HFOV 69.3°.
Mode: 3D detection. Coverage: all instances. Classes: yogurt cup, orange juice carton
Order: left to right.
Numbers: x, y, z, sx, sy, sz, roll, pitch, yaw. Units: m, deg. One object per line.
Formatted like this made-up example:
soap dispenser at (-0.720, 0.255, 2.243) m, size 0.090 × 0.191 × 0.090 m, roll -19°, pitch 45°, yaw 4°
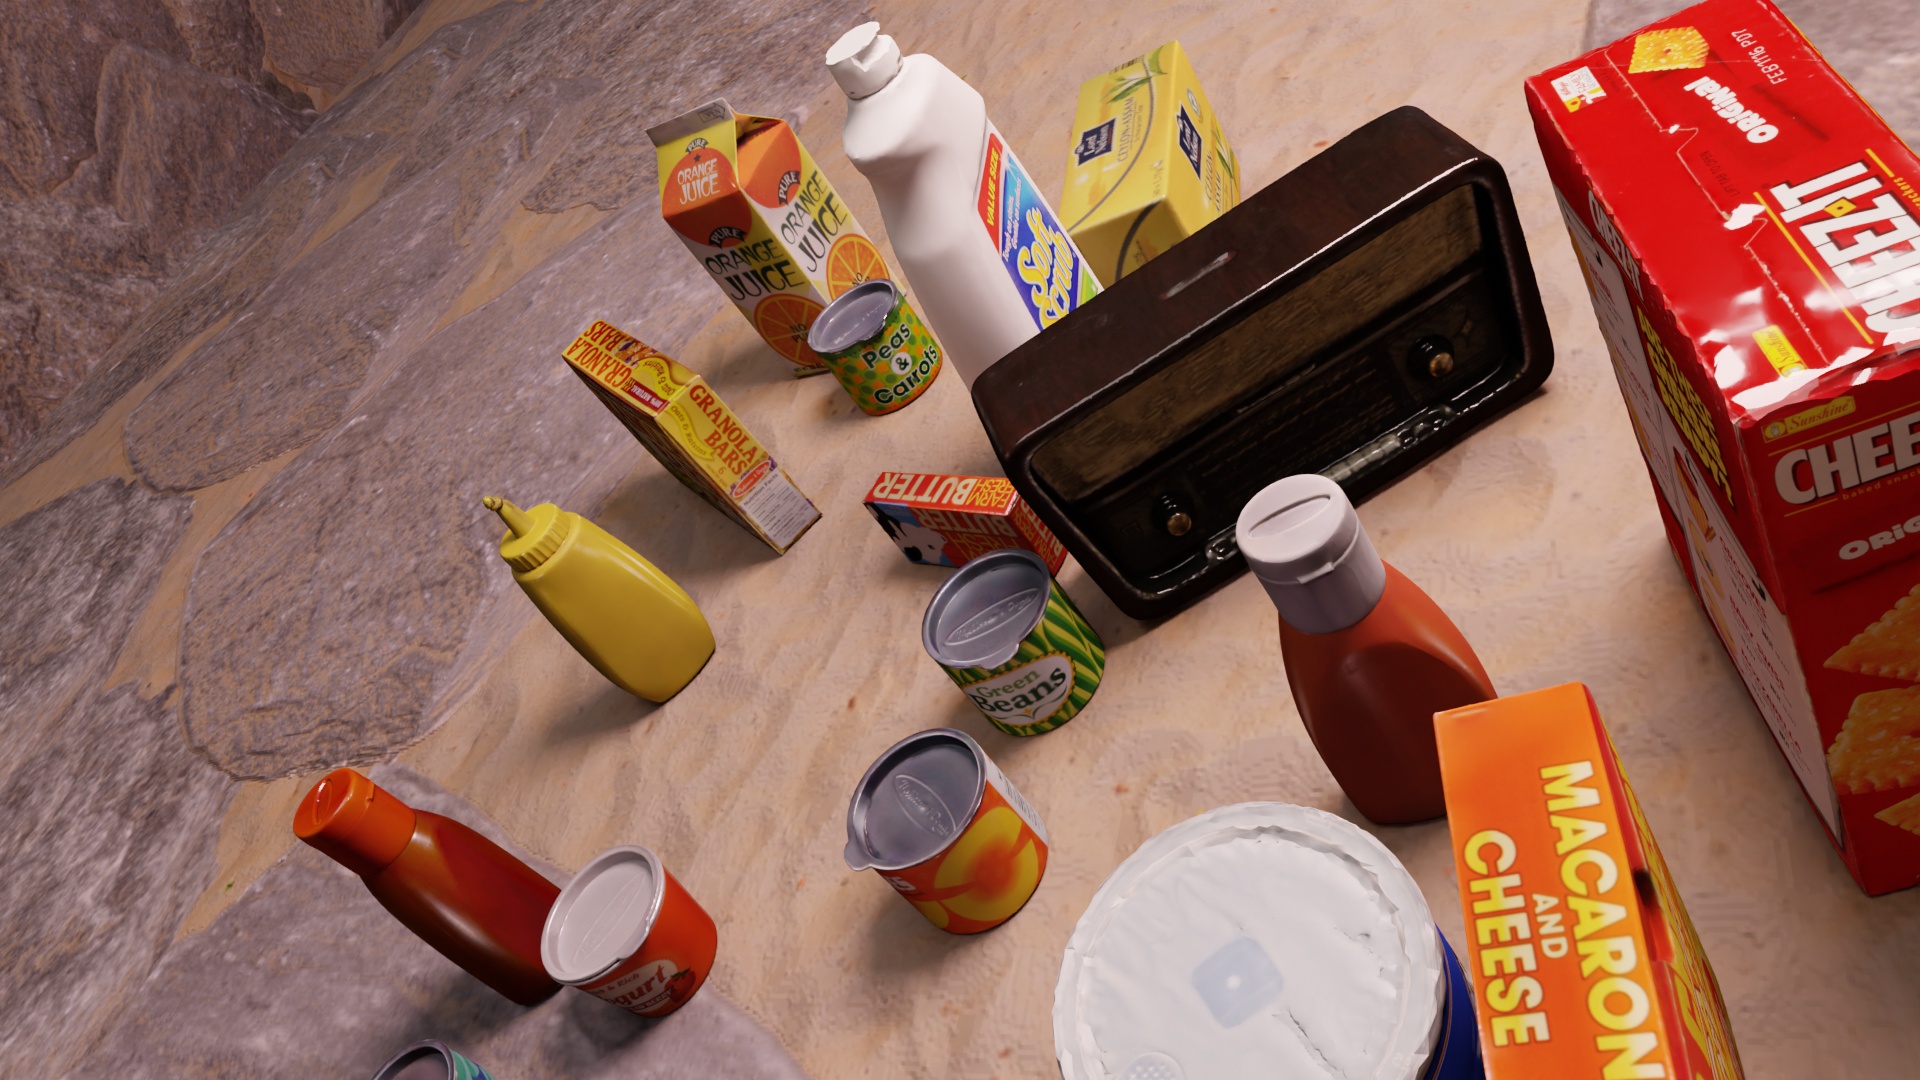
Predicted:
yogurt cup at (-0.149, 0.182, 0.639) m, size 0.072 × 0.053 × 0.073 m, roll -23°, pitch 39°, yaw 20°
orange juice carton at (-0.123, -0.202, 0.909) m, size 0.071 × 0.192 × 0.073 m, roll -7°, pitch 47°, yaw 36°

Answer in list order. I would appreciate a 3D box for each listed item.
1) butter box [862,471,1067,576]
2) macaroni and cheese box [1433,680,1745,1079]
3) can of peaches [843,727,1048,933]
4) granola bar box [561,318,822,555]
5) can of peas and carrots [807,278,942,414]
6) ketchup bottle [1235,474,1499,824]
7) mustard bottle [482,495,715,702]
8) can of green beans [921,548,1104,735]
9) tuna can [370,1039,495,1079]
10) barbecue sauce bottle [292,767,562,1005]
butter box at (0.003, -0.009, 0.717) m, size 0.103 × 0.053 × 0.024 m, roll 5°, pitch 55°, yaw 43°
macaroni and cheese box at (0.165, 0.132, 0.337) m, size 0.040 × 0.166 × 0.124 m, roll -18°, pitch 41°, yaw 26°
can of peaches at (-0.006, 0.123, 0.579) m, size 0.071 × 0.058 × 0.071 m, roll -23°, pitch 39°, yaw 20°
granola bar box at (-0.170, -0.066, 0.861) m, size 0.039 × 0.124 × 0.166 m, roll -46°, pitch 37°, yaw -10°
can of peas and carrots at (-0.052, -0.121, 0.876) m, size 0.071 × 0.058 × 0.071 m, roll -23°, pitch 39°, yaw 20°
ketchup bottle at (0.139, 0.039, 0.472) m, size 0.064 × 0.148 × 0.044 m, roll -27°, pitch 38°, yaw 16°
mustard bottle at (-0.203, 0.024, 0.763) m, size 0.065 × 0.159 × 0.049 m, roll -47°, pitch 37°, yaw -11°
can of green beans at (0.025, 0.047, 0.635) m, size 0.071 × 0.057 × 0.071 m, roll -23°, pitch 39°, yaw 20°
tuna can at (-0.250, 0.272, 0.644) m, size 0.071 × 0.032 × 0.071 m, roll -23°, pitch 39°, yaw 20°
barbecue sauce bottle at (-0.247, 0.162, 0.662) m, size 0.043 × 0.148 × 0.065 m, roll -33°, pitch 37°, yaw 8°
